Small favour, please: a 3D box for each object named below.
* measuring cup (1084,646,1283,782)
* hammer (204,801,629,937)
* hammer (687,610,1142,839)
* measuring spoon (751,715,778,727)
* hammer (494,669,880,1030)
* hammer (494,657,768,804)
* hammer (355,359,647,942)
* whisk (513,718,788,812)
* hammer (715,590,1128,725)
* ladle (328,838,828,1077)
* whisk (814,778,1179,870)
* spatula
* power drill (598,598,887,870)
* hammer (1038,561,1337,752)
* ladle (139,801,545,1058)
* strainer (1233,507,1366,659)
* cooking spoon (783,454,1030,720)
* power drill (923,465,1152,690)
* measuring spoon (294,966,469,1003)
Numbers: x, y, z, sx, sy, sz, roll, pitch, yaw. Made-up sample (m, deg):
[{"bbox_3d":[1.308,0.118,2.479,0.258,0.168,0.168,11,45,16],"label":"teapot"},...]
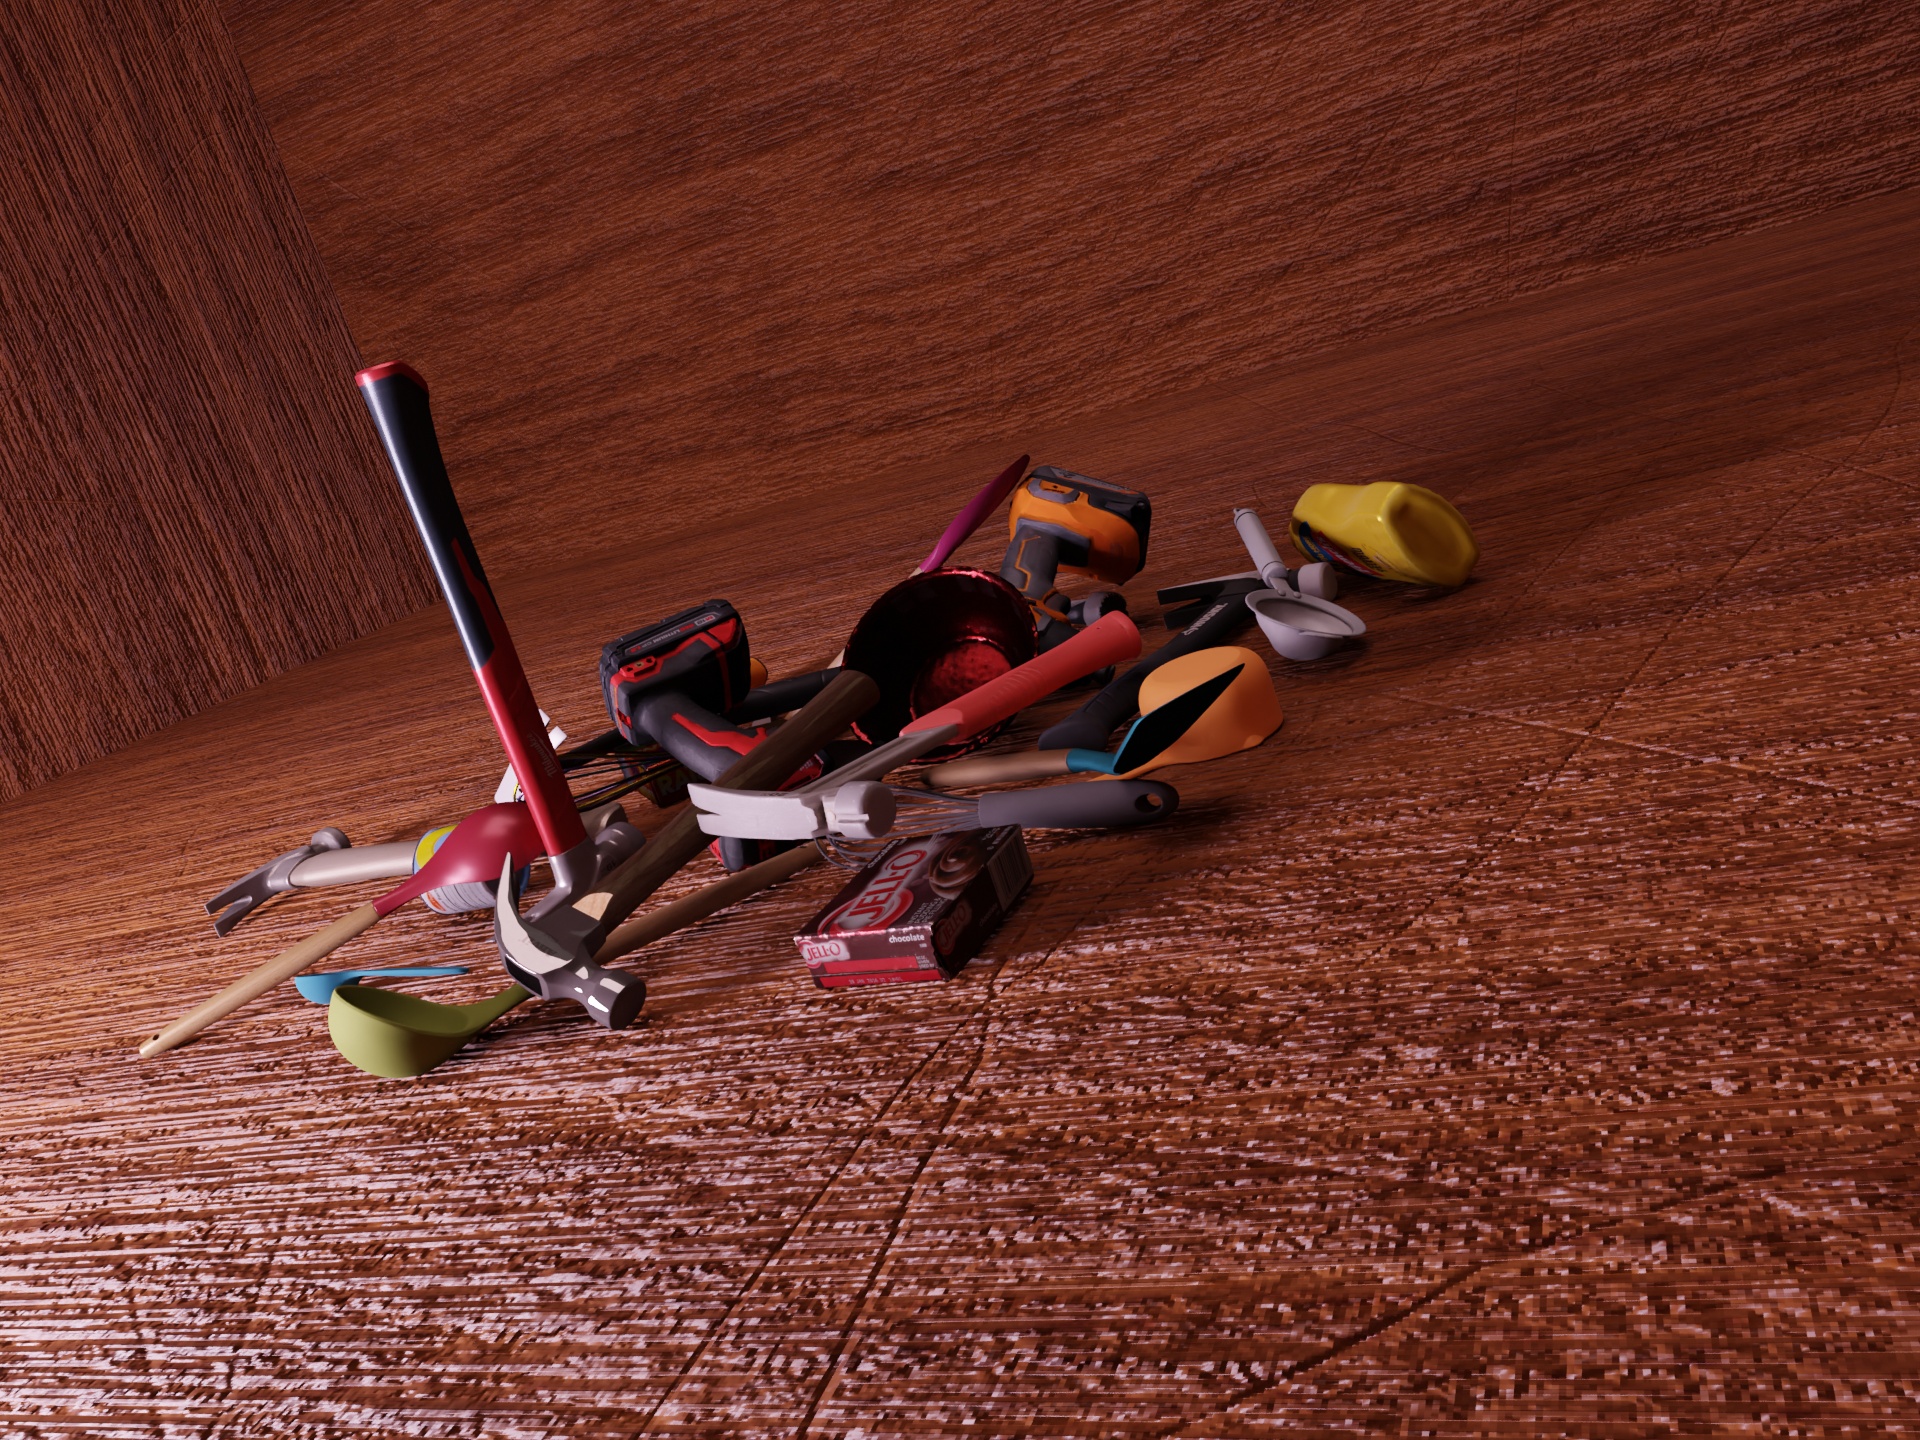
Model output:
[{"bbox_3d":[0.122,0.002,1.015,0.173,0.052,0.095,-22,15,-18],"label":"measuring cup"},{"bbox_3d":[-0.442,0.116,1.311,0.411,0.038,0.146,-9,19,30],"label":"hammer"},{"bbox_3d":[-0.002,-0.003,1.028,0.149,0.036,0.359,-1,19,40],"label":"hammer"},{"bbox_3d":[-0.176,0.011,1.425,0.034,0.018,0.124,-18,22,2],"label":"measuring spoon"},{"bbox_3d":[-0.158,0.059,1.000,0.130,0.031,0.331,22,42,23],"label":"hammer"},{"bbox_3d":[-0.286,-0.002,1.466,0.337,0.034,0.127,-31,-21,-54],"label":"hammer"},{"bbox_3d":[-0.324,-0.044,1.058,0.038,0.386,0.143,-9,18,31],"label":"hammer"},{"bbox_3d":[-0.236,0.031,1.255,0.245,0.047,0.051,-15,8,-36],"label":"whisk"},{"bbox_3d":[-0.059,-0.048,1.342,0.409,0.036,0.149,-18,12,-31],"label":"hammer"},{"bbox_3d":[-0.220,0.129,0.966,0.320,0.062,0.078,-24,22,-29],"label":"ladle"},{"bbox_3d":[0.017,0.059,0.964,0.239,0.055,0.055,-6,18,24],"label":"whisk"},{"bbox_3d":[0.055,0.016,0.995,0.082,0.044,0.317,-27,9,-31],"label":"spatula"},{"bbox_3d":[-0.155,0.008,1.142,0.143,0.078,0.220,-26,47,-25],"label":"power drill"},{"bbox_3d":[0.153,-0.045,1.187,0.146,0.035,0.335,-5,20,38],"label":"hammer"},{"bbox_3d":[-0.430,0.146,1.112,0.315,0.031,0.069,-32,48,-6],"label":"ladle"},{"bbox_3d":[0.237,-0.102,1.182,0.087,0.050,0.259,8,30,-9],"label":"strainer"},{"bbox_3d":[-0.047,-0.110,1.383,0.319,0.017,0.069,-47,-6,11],"label":"cooking spoon"},{"bbox_3d":[0.079,-0.110,1.308,0.164,0.084,0.227,19,46,18],"label":"power drill"},{"bbox_3d":[-0.387,0.178,1.068,0.128,0.021,0.042,-5,-5,15],"label":"measuring spoon"}]
